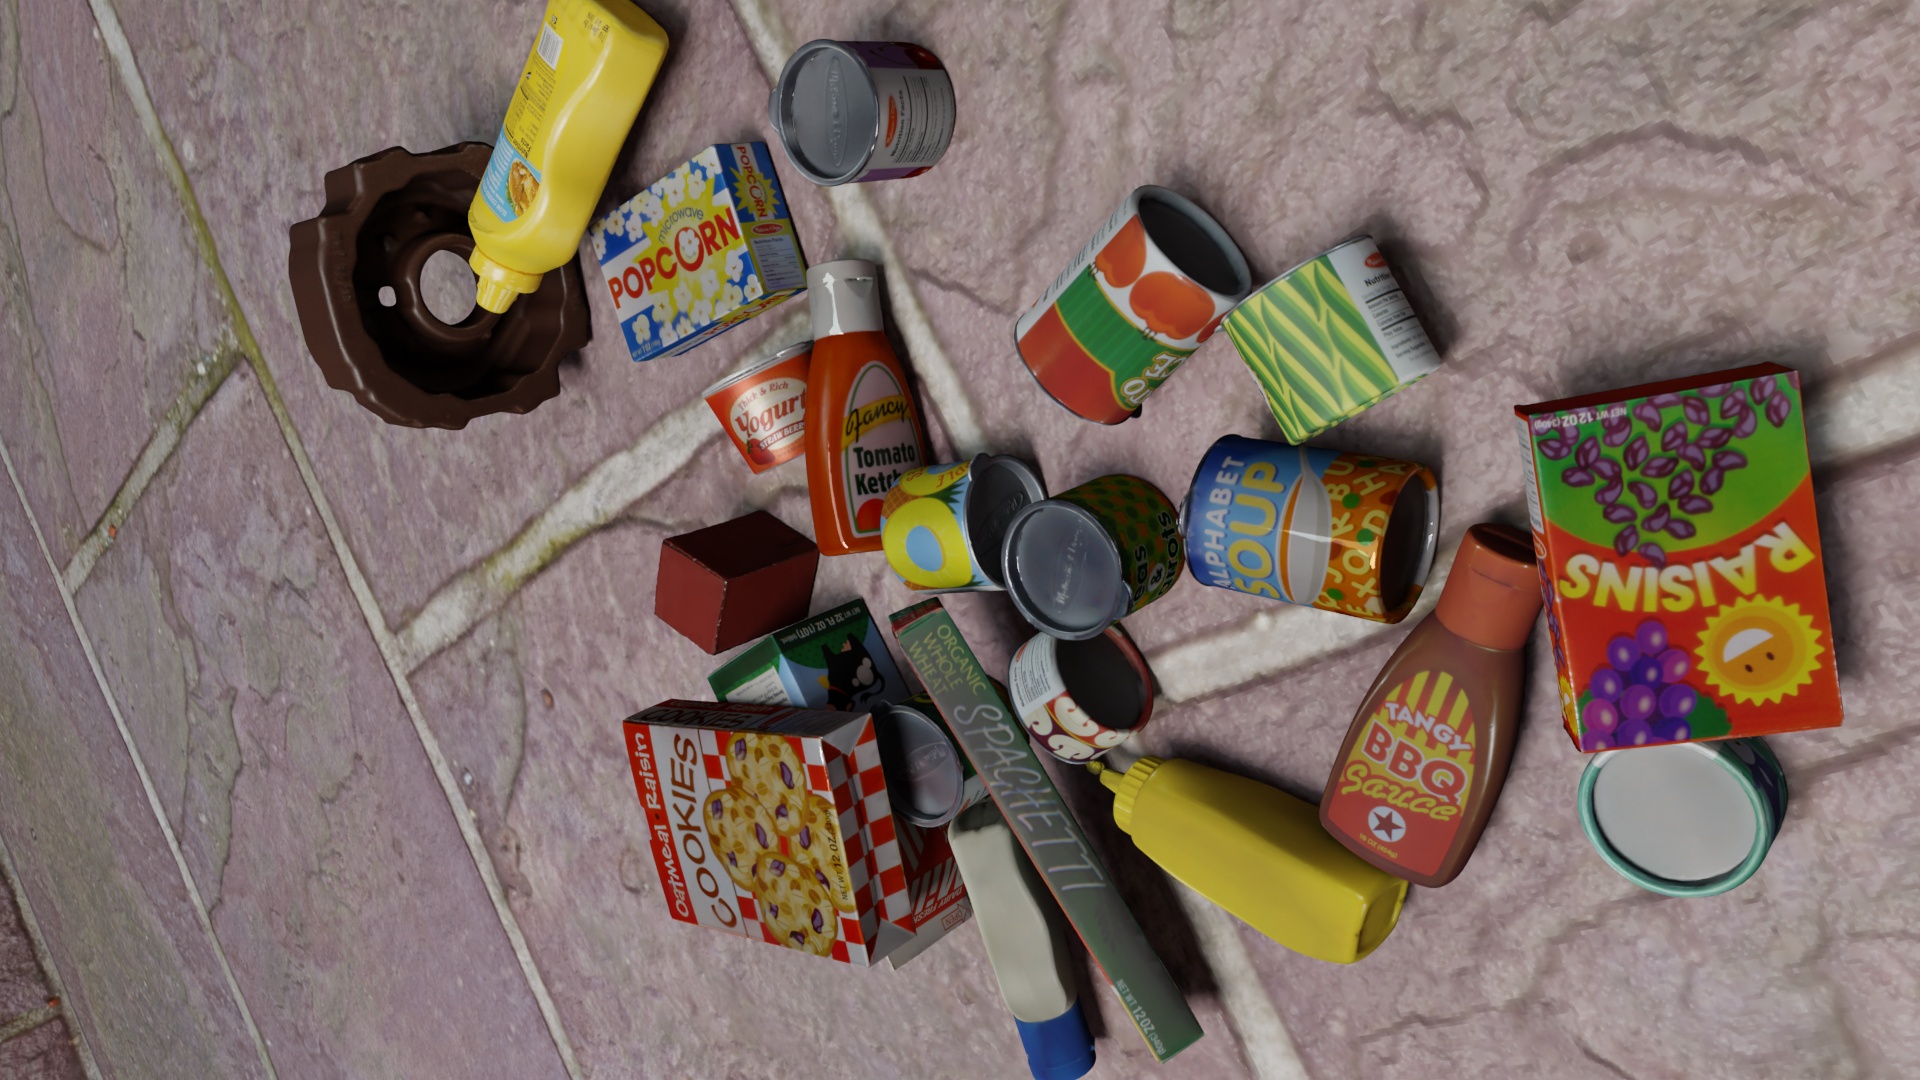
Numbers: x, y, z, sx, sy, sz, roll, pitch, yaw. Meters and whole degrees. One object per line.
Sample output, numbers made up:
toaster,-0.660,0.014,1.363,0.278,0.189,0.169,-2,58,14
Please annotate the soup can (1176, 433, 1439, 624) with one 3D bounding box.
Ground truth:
soup can,0.142,-0.005,0.566,0.084,0.071,0.071,12,112,36

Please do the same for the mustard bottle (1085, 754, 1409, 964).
mustard bottle,0.121,0.135,0.637,0.160,0.065,0.048,22,112,39

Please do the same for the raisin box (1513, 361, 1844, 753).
raisin box,0.248,0.007,0.485,0.086,0.040,0.123,-10,97,15

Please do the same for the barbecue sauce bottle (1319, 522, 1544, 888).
barbecue sauce bottle,0.197,0.066,0.562,0.065,0.044,0.147,29,120,30

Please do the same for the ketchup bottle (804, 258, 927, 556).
ketchup bottle,-0.052,-0.068,0.717,0.043,0.065,0.148,-8,90,54

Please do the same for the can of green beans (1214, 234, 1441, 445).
can of green beans,0.145,-0.077,0.544,0.071,0.071,0.058,-32,83,41

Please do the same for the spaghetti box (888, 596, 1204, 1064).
spaghetti box,0.041,0.138,0.676,0.029,0.050,0.250,-32,96,-2

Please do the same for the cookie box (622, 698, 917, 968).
cookie box,-0.107,0.152,0.746,0.167,0.040,0.122,-3,103,42

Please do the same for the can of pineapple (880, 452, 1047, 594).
can of pineapple,0.002,-0.009,0.684,0.058,0.071,0.071,-6,100,41

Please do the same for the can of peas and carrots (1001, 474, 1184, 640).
can of peas and carrots,0.064,0.007,0.643,0.071,0.059,0.070,13,112,35

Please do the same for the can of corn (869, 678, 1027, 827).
can of corn,-0.008,0.107,0.735,0.071,0.058,0.071,14,113,36

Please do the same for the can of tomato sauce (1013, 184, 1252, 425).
can of tomato sauce,0.075,-0.099,0.596,0.071,0.071,0.082,54,129,12

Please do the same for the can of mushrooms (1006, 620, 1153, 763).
can of mushrooms,0.060,0.071,0.664,0.033,0.071,0.071,-41,77,39

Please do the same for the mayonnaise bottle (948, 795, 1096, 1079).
mayonnaise bottle,0.034,0.211,0.732,0.041,0.065,0.148,-16,97,9

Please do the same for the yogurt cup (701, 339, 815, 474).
yogurt cup,-0.098,-0.070,0.751,0.072,0.073,0.054,-19,99,42

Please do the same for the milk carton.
milk carton,-0.057,0.138,0.777,0.073,0.072,0.190,-33,82,42

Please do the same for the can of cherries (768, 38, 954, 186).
can of cherries,-0.047,-0.207,0.668,0.071,0.058,0.071,15,114,36

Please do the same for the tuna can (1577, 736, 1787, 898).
tuna can,0.270,0.100,0.520,0.071,0.033,0.070,13,112,37

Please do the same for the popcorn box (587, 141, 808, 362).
popcorn box,-0.149,-0.159,0.780,0.126,0.038,0.085,-16,92,42
